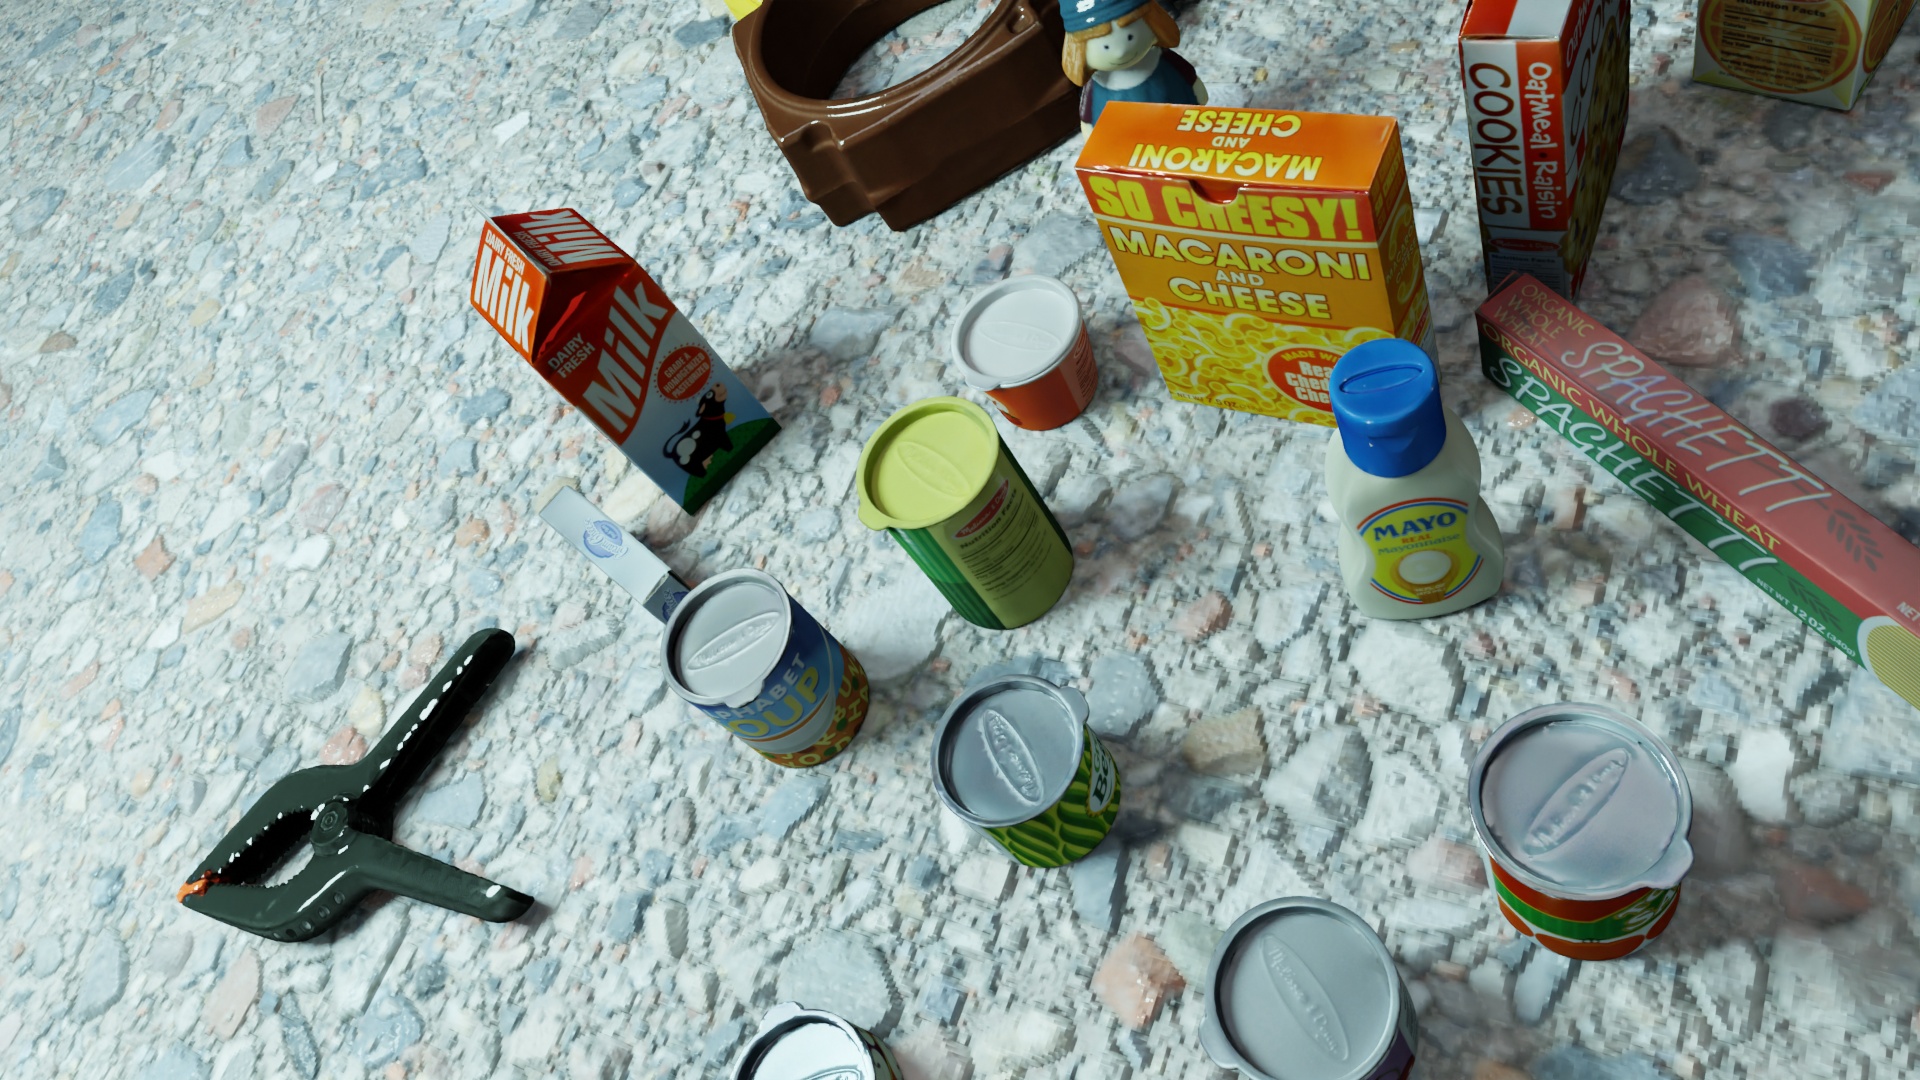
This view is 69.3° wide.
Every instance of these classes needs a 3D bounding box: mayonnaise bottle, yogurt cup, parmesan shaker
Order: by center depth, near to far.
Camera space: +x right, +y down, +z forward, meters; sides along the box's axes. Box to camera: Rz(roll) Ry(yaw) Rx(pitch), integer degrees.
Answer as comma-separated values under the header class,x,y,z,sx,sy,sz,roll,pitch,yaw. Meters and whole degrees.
class,x,y,z,sx,sy,sz,roll,pitch,yaw
mayonnaise bottle,0.170,-0.019,0.533,0.064,0.147,0.041,-13,56,18
parmesan shaker,0.002,-0.008,0.631,0.071,0.102,0.071,-12,57,18
yogurt cup,0.036,-0.092,0.699,0.072,0.053,0.073,-12,56,18

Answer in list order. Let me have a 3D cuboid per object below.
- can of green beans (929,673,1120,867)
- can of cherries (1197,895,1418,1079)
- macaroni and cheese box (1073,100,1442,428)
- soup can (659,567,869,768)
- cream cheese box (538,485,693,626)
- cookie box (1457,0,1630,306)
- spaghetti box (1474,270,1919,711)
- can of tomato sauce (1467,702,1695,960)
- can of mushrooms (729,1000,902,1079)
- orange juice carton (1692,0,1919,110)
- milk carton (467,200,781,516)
class,x,y,z,sx,sy,sz,roll,pitch,yaw
can of green beans,0.029,0.097,0.582,0.071,0.057,0.071,-12,56,18
can of cherries,0.123,0.168,0.494,0.071,0.058,0.072,-12,56,18
macaroni and cheese box,0.133,-0.111,0.595,0.124,0.166,0.040,14,68,31
soup can,-0.088,0.063,0.641,0.071,0.083,0.071,-12,57,18
cream cheese box,-0.174,0.013,0.731,0.104,0.053,0.024,33,78,36
cookie box,0.252,-0.195,0.592,0.040,0.167,0.123,12,66,30
spaghetti box,0.297,-0.019,0.536,0.029,0.050,0.251,-38,52,0
can of tomato sauce,0.215,0.103,0.477,0.071,0.083,0.071,-12,57,18
can of mushrooms,-0.058,0.224,0.559,0.071,0.033,0.071,-12,56,18
orange juice carton,0.361,-0.279,0.578,0.073,0.192,0.072,28,76,35
milk carton,-0.179,-0.100,0.717,0.073,0.190,0.072,-46,53,-6
